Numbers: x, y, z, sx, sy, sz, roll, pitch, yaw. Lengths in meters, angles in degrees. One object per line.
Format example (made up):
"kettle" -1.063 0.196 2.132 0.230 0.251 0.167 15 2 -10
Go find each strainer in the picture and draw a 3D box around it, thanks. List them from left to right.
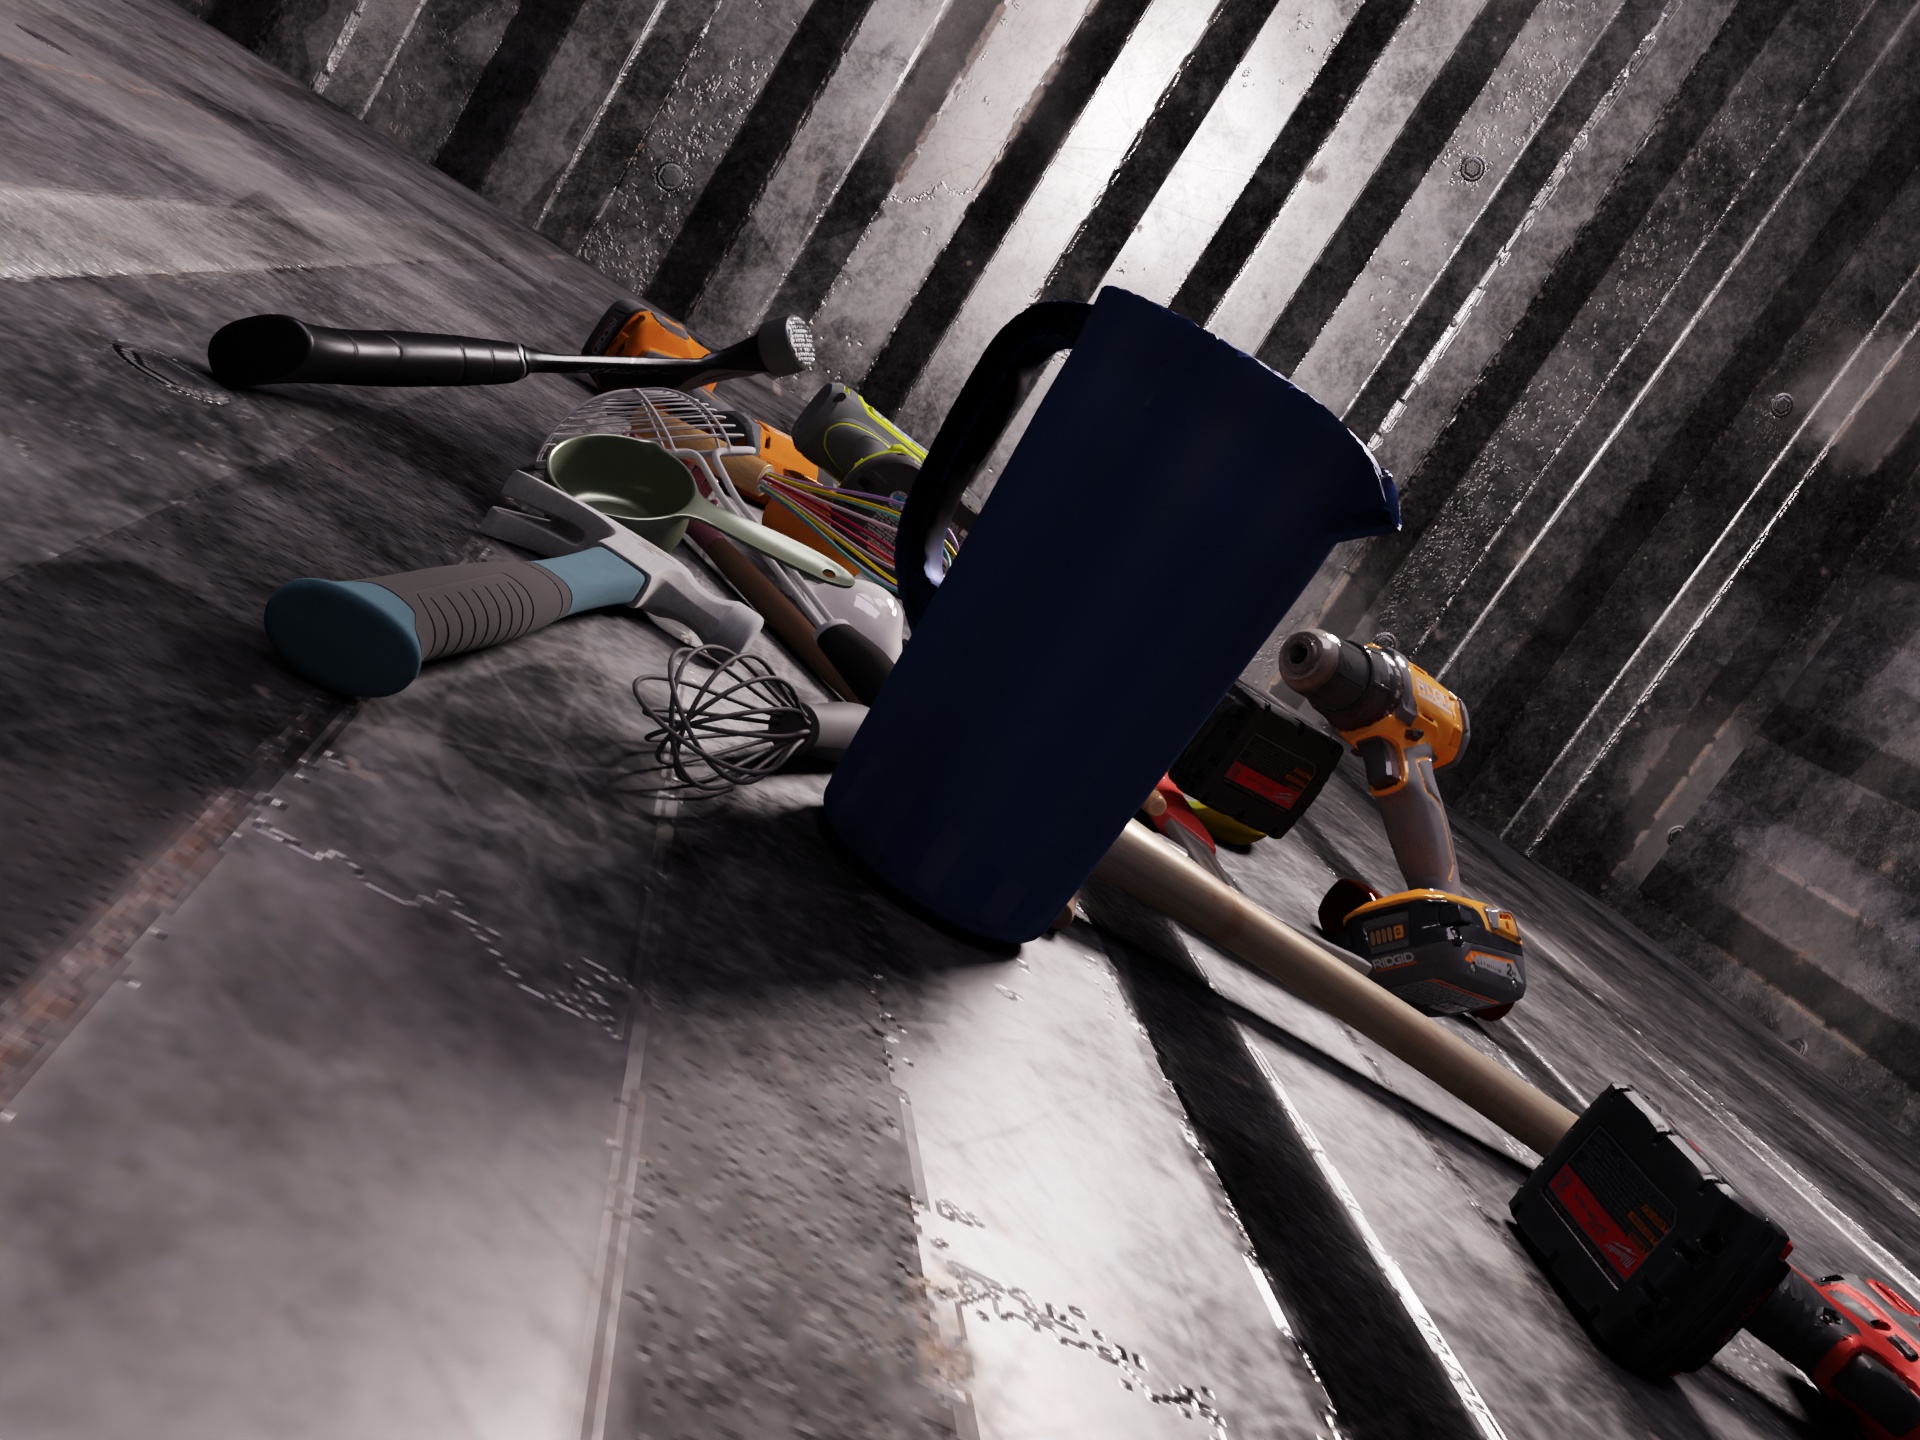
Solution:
"strainer" -0.062 -0.070 1.037 0.087 0.050 0.258 48 5 -8

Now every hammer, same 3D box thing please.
"hammer" -0.239 -0.197 0.877 0.149 0.036 0.409 -9 7 25
"hammer" -0.168 -0.049 0.621 0.128 0.033 0.331 34 10 -1
"hammer" 0.146 0.068 1.031 0.149 0.036 0.359 31 11 -12
"hammer" 0.209 0.146 0.798 0.410 0.038 0.146 34 8 -13

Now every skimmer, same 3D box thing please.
"skimmer" -0.111 -0.067 0.870 0.127 0.090 0.364 -12 52 -41

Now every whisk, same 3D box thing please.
"whisk" -0.071 0.002 0.659 0.055 0.055 0.239 35 6 13
"whisk" -0.105 -0.136 0.989 0.245 0.051 0.047 28 -16 16

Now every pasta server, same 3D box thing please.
"pasta server" -0.132 -0.099 0.954 0.060 0.040 0.317 5 27 -38

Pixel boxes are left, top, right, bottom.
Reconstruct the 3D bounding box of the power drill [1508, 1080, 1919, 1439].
"power drill" 0.358 0.265 0.654 0.226 0.080 0.188 34 10 -12

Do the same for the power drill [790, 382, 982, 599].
"power drill" -0.026 -0.147 1.141 0.190 0.080 0.229 36 13 -22

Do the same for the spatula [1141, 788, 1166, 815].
"spatula" 0.068 0.006 1.033 0.082 0.044 0.318 29 10 -21

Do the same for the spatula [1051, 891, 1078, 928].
"spatula" 0.058 0.059 0.838 0.060 0.018 0.316 15 10 3

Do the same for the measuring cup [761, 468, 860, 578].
"measuring cup" -0.100 -0.127 1.156 0.095 0.052 0.174 31 14 -18

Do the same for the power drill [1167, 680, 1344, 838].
"power drill" 0.157 -0.014 1.110 0.143 0.078 0.220 25 14 -38

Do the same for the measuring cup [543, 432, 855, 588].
"measuring cup" -0.135 -0.093 0.815 0.167 0.038 0.083 24 37 -1

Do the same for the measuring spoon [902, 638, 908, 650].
"measuring spoon" 0.000 -0.018 1.061 0.124 0.018 0.034 33 10 -41

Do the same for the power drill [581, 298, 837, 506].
"power drill" -0.207 -0.259 1.372 0.227 0.084 0.164 43 13 27

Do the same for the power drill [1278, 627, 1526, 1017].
"power drill" 0.267 0.057 0.985 0.185 0.084 0.226 23 55 -45
